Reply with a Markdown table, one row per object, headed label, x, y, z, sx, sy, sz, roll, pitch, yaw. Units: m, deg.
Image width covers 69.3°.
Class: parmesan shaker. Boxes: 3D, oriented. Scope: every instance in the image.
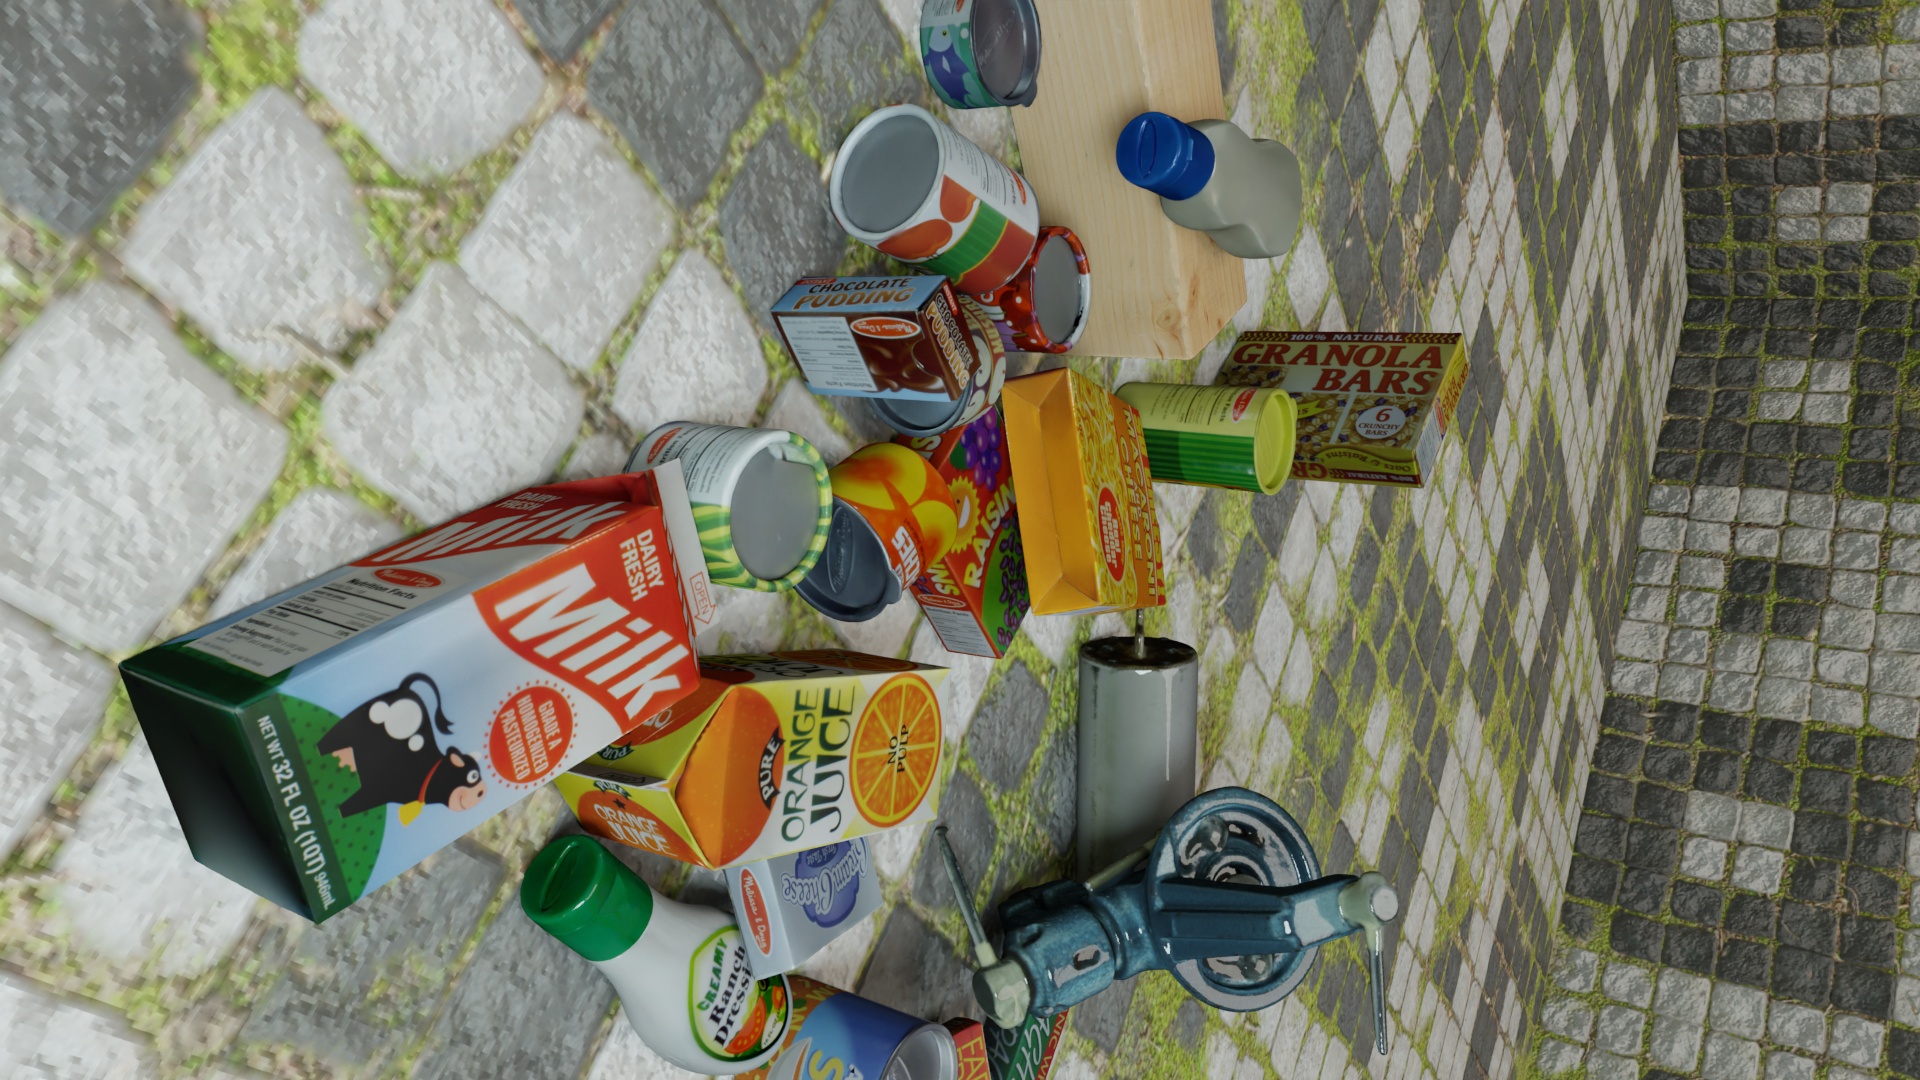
| label | x | y | z | sx | sy | sz | roll | pitch | yaw |
| --- | --- | --- | --- | --- | --- | --- | --- | --- | --- |
| parmesan shaker | 0.154 | -0.068 | 0.887 | 0.071 | 0.103 | 0.071 | -16 | 109 | -54 |

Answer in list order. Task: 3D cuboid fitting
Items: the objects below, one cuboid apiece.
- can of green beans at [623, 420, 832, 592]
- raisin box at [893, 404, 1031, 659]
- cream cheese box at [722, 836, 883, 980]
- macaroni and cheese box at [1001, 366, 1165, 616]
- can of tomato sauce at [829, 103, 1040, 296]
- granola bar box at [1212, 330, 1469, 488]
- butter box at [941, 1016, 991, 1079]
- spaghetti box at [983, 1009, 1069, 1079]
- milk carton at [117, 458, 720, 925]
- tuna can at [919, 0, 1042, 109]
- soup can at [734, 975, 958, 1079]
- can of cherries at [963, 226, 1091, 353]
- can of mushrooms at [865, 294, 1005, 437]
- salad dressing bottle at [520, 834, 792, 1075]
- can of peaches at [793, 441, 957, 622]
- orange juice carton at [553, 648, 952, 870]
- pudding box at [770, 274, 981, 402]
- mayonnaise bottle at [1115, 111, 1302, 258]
| label | x | y | z | sx | sy | sz | roll | pitch | yaw |
| --- | --- | --- | --- | --- | --- | --- | --- | --- | --- |
| can of green beans | -0.094 | -0.014 | 0.565 | 0.071 | 0.058 | 0.071 | -15 | 109 | -54 |
| raisin box | 0.003 | -0.009 | 0.729 | 0.086 | 0.040 | 0.123 | -60 | 141 | -30 |
| cream cheese box | -0.069 | 0.155 | 0.627 | 0.104 | 0.024 | 0.053 | -4 | 78 | -72 |
| macaroni and cheese box | 0.074 | -0.021 | 0.774 | 0.166 | 0.040 | 0.124 | 7 | 74 | -70 |
| can of tomato sauce | -0.013 | -0.158 | 0.657 | 0.083 | 0.071 | 0.071 | 15 | 83 | -56 |
| granola bar box | 0.258 | -0.097 | 0.982 | 0.125 | 0.165 | 0.039 | -57 | 137 | -34 |
| butter box | -0.006 | 0.320 | 0.761 | 0.053 | 0.024 | 0.103 | -12 | 94 | -40 |
| spaghetti box | 0.015 | 0.352 | 0.820 | 0.050 | 0.028 | 0.251 | 49 | 56 | -47 |
| milk carton | -0.156 | 0.036 | 0.461 | 0.191 | 0.073 | 0.072 | -33 | 122 | -46 |
| tuna can | 0.012 | -0.251 | 0.705 | 0.071 | 0.033 | 0.071 | -15 | 108 | -54 |
| soup can | -0.055 | 0.248 | 0.646 | 0.071 | 0.084 | 0.071 | -14 | 107 | -54 |
| can of cherries | 0.028 | -0.132 | 0.726 | 0.072 | 0.058 | 0.071 | -16 | 109 | -55 |
| can of mushrooms | -0.013 | -0.086 | 0.665 | 0.033 | 0.071 | 0.071 | -24 | 115 | -53 |
| salad dressing bottle | -0.122 | 0.170 | 0.569 | 0.147 | 0.044 | 0.064 | 57 | 41 | -43 |
| can of peaches | -0.041 | -0.004 | 0.636 | 0.058 | 0.071 | 0.071 | -41 | 128 | -47 |
| orange juice carton | -0.088 | 0.087 | 0.581 | 0.193 | 0.072 | 0.073 | 4 | 92 | -57 |
| pudding box | -0.037 | -0.089 | 0.614 | 0.030 | 0.083 | 0.049 | -55 | 137 | -36 |
| mayonnaise bottle | 0.133 | -0.189 | 0.727 | 0.148 | 0.041 | 0.064 | 0 | 95 | -54 |
